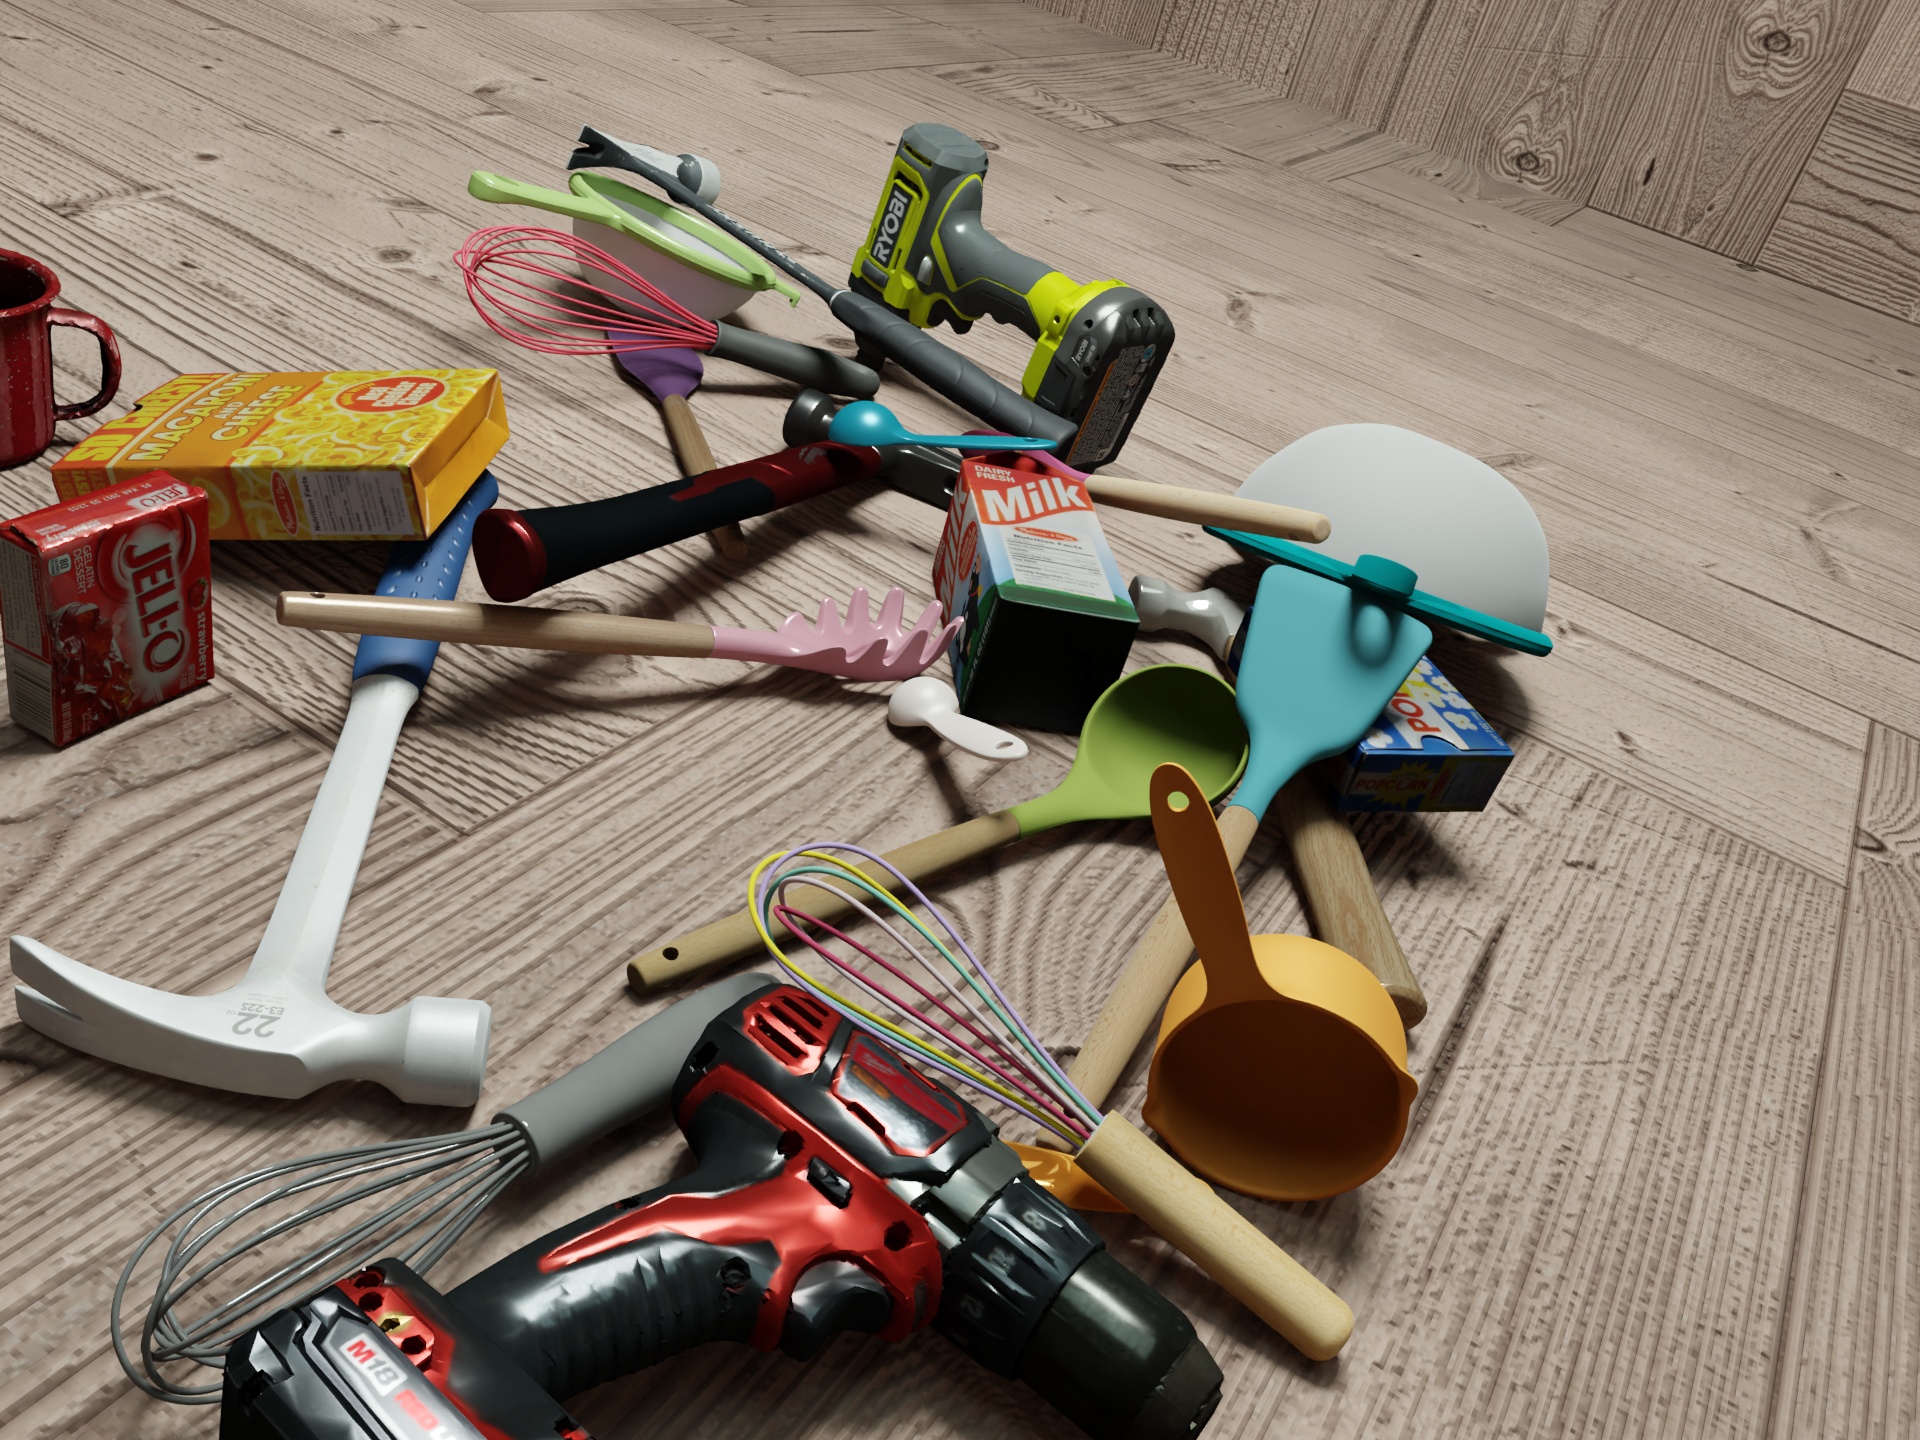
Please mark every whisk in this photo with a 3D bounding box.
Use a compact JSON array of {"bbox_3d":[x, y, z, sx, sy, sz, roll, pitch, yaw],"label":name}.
[{"bbox_3d":[-0.173,-0.244,0.997,0.295,0.073,0.073,8,30,-37],"label":"whisk"},{"bbox_3d":[0.024,0.126,0.526,0.245,0.051,0.047,38,13,10],"label":"whisk"},{"bbox_3d":[-0.135,0.125,0.481,0.055,0.055,0.239,33,31,24],"label":"whisk"}]

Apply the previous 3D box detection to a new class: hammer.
[{"bbox_3d":[-0.242,-0.008,0.645,0.144,0.035,0.406,8,33,-13],"label":"hammer"},{"bbox_3d":[-0.086,-0.275,1.017,0.409,0.036,0.149,38,21,22],"label":"hammer"},{"bbox_3d":[0.167,0.027,0.779,0.130,0.031,0.332,9,33,-10],"label":"hammer"},{"bbox_3d":[-0.102,-0.110,0.810,0.143,0.038,0.386,26,24,13],"label":"hammer"}]

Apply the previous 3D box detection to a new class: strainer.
[{"bbox_3d":[0.238,-0.111,0.855,0.211,0.095,0.340,22,10,11],"label":"strainer"},{"bbox_3d":[-0.231,-0.304,1.040,0.151,0.069,0.256,37,21,20],"label":"strainer"}]

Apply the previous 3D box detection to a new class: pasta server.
[{"bbox_3d":[-0.136,-0.044,0.708,0.316,0.040,0.060,3,22,-37],"label":"pasta server"}]

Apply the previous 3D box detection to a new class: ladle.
[{"bbox_3d":[0.004,0.043,0.661,0.320,0.062,0.078,-19,52,-39],"label":"ladle"}]

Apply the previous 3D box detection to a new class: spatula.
[{"bbox_3d":[0.106,0.048,0.646,0.082,0.044,0.318,26,47,14],"label":"spatula"},{"bbox_3d":[-0.166,-0.179,0.960,0.059,0.018,0.316,5,33,-25],"label":"spatula"}]

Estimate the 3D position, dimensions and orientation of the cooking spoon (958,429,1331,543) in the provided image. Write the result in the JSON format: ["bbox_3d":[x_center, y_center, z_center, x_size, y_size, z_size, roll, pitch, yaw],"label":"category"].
[{"bbox_3d":[0.087,-0.125,0.872,0.068,0.017,0.319,45,-12,-32],"label":"cooking spoon"}]

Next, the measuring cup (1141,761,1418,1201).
[{"bbox_3d":[0.099,0.081,0.547,0.095,0.173,0.052,-13,20,21],"label":"measuring cup"}]

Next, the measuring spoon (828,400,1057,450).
[{"bbox_3d":[-0.010,-0.163,0.879,0.128,0.021,0.042,5,23,9],"label":"measuring spoon"}]

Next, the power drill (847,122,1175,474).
[{"bbox_3d":[0.019,-0.261,1.047,0.080,0.171,0.223,-20,56,-44],"label":"power drill"}]

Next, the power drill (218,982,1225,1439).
[{"bbox_3d":[-0.051,0.173,0.419,0.188,0.080,0.226,32,32,24],"label":"power drill"}]

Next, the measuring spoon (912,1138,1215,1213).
[{"bbox_3d":[0.030,0.157,0.539,0.117,0.011,0.021,11,51,-3],"label":"measuring spoon"}]

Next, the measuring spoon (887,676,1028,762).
[{"bbox_3d":[-0.001,-0.002,0.714,0.034,0.018,0.124,-20,19,-19],"label":"measuring spoon"}]
